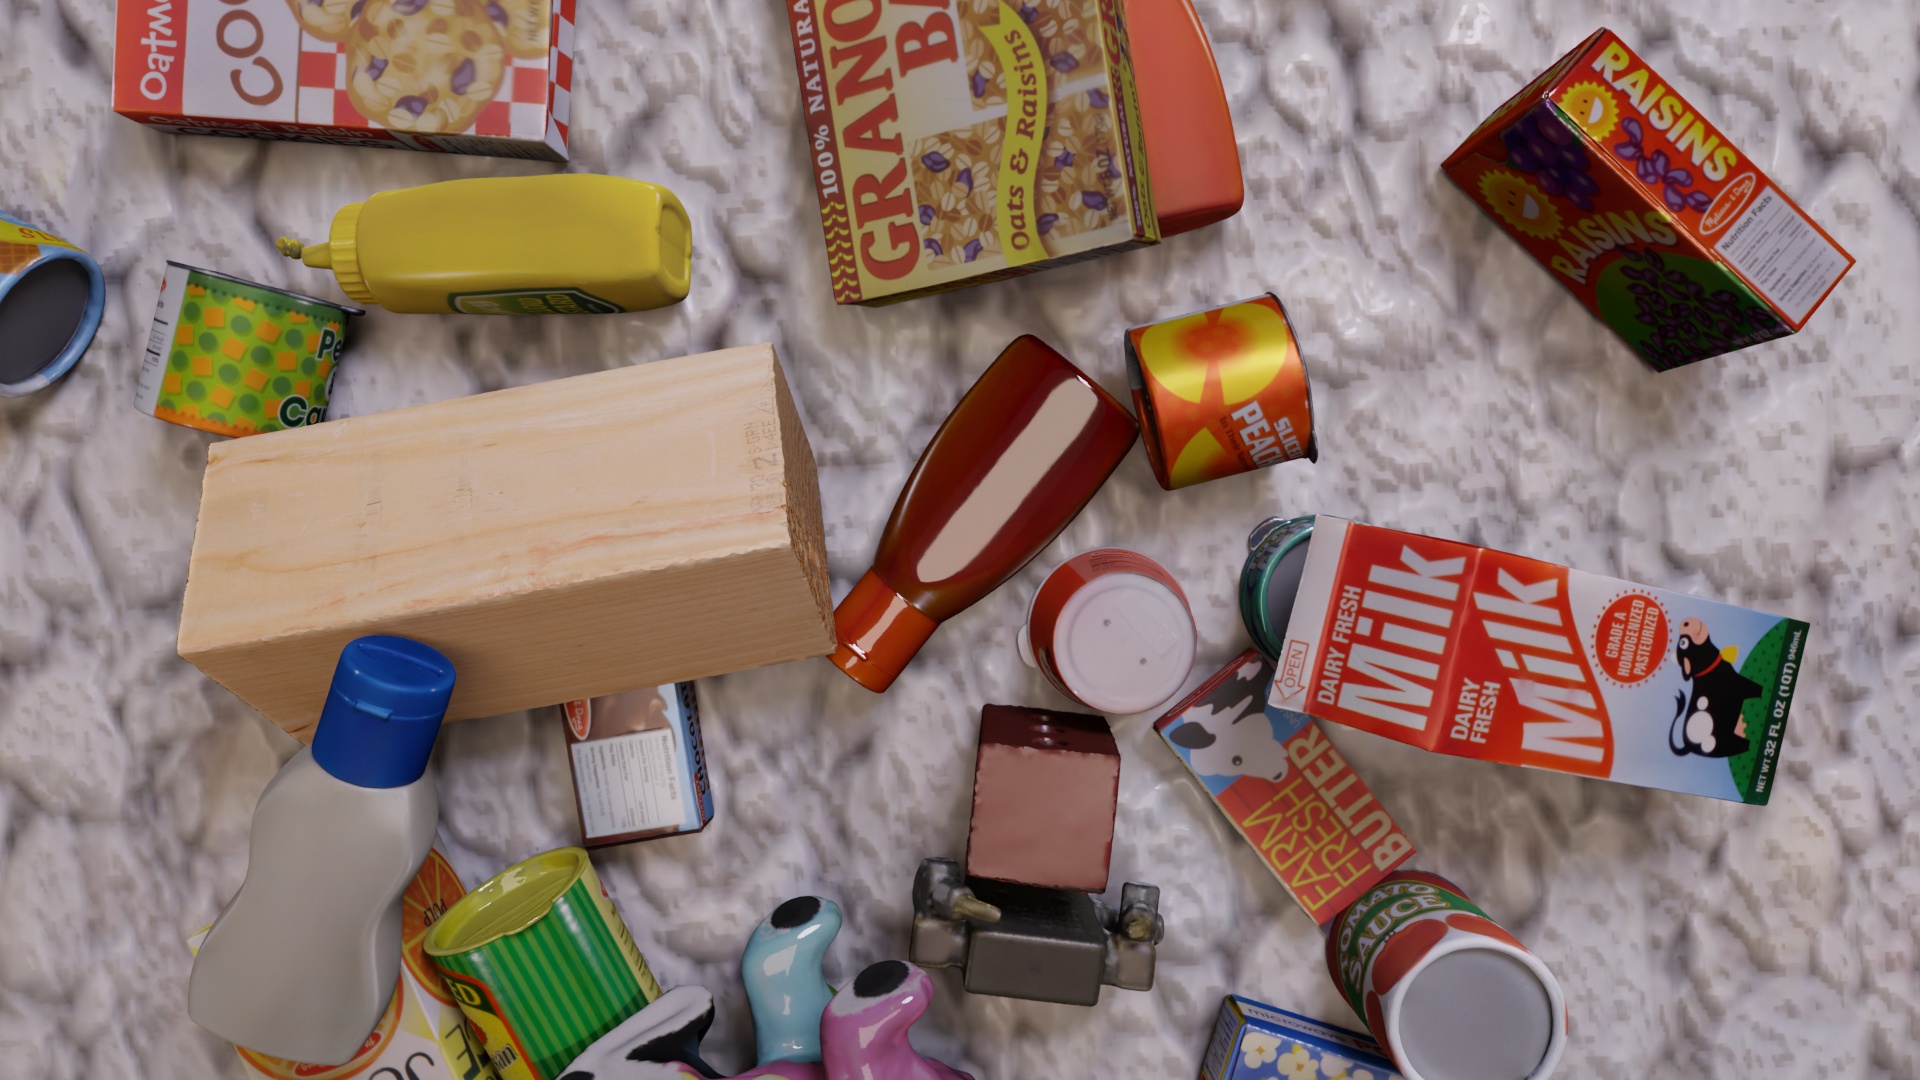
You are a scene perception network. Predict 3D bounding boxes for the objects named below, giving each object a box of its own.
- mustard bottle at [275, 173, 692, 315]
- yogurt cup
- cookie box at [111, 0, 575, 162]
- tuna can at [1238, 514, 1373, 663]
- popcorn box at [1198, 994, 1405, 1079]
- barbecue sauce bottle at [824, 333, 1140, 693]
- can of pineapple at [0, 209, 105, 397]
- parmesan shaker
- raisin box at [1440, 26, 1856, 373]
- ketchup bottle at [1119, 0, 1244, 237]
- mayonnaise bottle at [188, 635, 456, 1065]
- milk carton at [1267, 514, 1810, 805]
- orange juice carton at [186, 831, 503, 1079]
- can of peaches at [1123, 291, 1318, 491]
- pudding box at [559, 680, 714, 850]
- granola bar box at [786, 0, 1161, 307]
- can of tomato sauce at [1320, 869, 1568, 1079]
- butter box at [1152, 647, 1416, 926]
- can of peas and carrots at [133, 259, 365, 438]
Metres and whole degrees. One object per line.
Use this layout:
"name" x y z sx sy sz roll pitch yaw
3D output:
"mustard bottle" -0.188 -0.112 0.540 0.160 0.065 0.049 -1 87 6
"yogurt cup" 0.061 0.037 0.546 0.072 0.054 0.072 0 92 0
"cookie box" -0.239 -0.219 0.547 0.167 0.040 0.123 4 92 -1
"tuna can" 0.145 0.021 0.555 0.071 0.033 0.071 0 92 0
"popcorn box" 0.156 0.246 0.560 0.127 0.038 0.085 17 91 0
"barbecue sauce bottle" 0.002 -0.007 0.550 0.065 0.043 0.148 40 92 4
"can of pineapple" -0.380 -0.098 0.538 0.058 0.071 0.071 27 92 -1
"parmesan shaker" -0.150 0.180 0.534 0.071 0.071 0.103 -24 103 1
"raisin box" 0.253 -0.123 0.523 0.123 0.086 0.040 43 86 -1
"ketchup bottle" 0.066 -0.194 0.543 0.065 0.043 0.148 -12 92 7
"mayonnaise bottle" -0.209 0.104 0.468 0.065 0.041 0.147 22 105 -9
"milk carton" 0.203 0.042 0.509 0.191 0.073 0.072 12 93 -18
"orange juice carton" -0.213 0.216 0.544 0.073 0.072 0.192 -24 91 1
"can of peaches" 0.099 -0.055 0.535 0.058 0.071 0.071 -13 92 2
"pudding box" -0.131 0.078 0.560 0.050 0.030 0.083 -9 92 2
"granola bar box" 0.001 -0.181 0.526 0.124 0.039 0.165 -8 92 24
"can of tomato sauce" 0.183 0.169 0.534 0.071 0.083 0.071 0 92 0
"butter box" 0.131 0.099 0.562 0.053 0.024 0.103 -39 91 2
"can of peas and carrots" -0.275 -0.071 0.539 0.071 0.071 0.058 15 93 0
